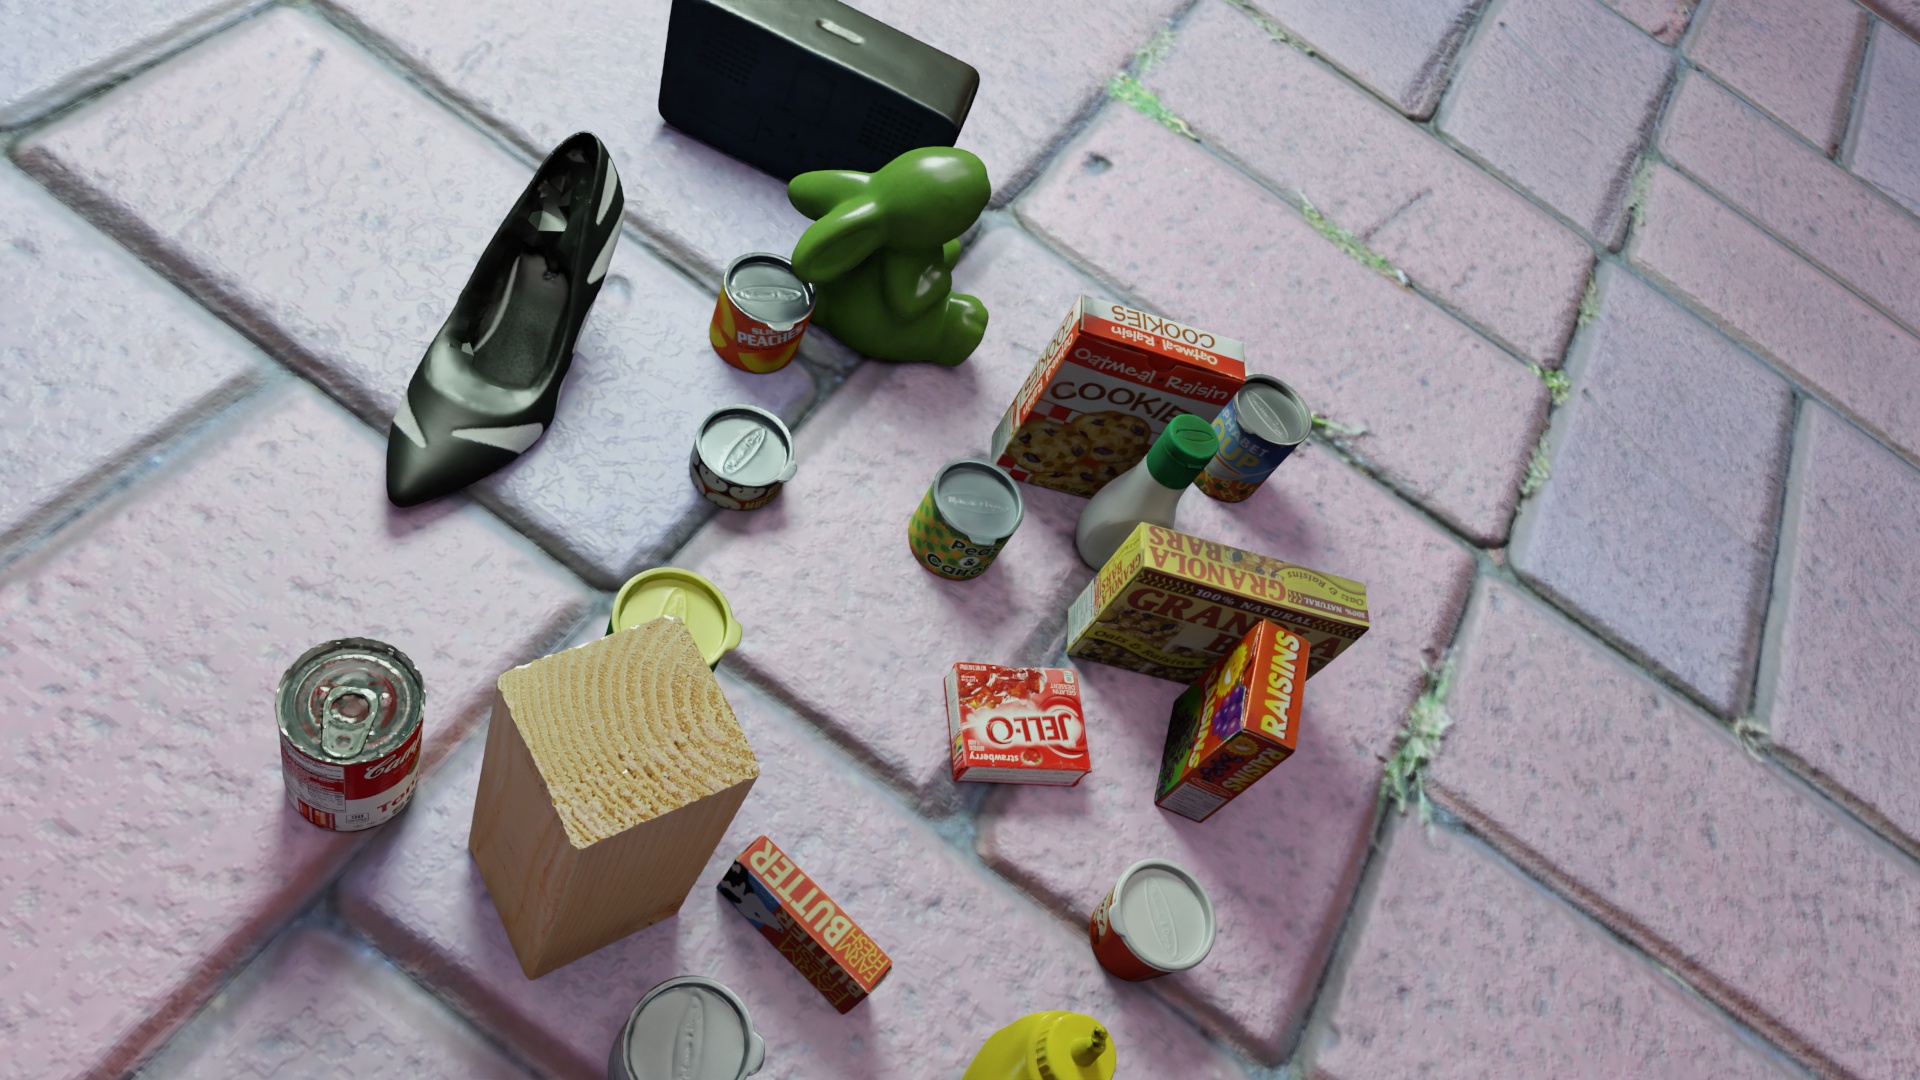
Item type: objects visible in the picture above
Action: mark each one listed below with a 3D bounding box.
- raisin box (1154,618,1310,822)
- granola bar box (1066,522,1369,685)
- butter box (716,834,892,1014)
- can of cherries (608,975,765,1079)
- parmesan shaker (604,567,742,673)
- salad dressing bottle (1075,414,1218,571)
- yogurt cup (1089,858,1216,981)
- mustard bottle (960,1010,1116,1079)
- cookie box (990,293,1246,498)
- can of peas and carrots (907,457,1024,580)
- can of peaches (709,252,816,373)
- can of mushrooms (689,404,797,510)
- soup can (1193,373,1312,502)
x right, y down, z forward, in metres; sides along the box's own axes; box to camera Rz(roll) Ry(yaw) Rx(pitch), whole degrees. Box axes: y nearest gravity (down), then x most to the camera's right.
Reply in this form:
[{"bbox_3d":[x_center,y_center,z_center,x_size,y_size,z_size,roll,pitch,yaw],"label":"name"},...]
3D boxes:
[{"bbox_3d":[0.175,0.118,0.900,0.040,0.122,0.086,25,53,-6],"label":"raisin box"},{"bbox_3d":[0.171,0.054,0.940,0.166,0.123,0.039,15,55,-14],"label":"granola bar box"},{"bbox_3d":[-0.087,0.214,0.771,0.103,0.052,0.024,43,53,7],"label":"butter box"},{"bbox_3d":[-0.141,0.265,0.711,0.071,0.058,0.072,11,55,-16],"label":"can of cherries"},{"bbox_3d":[-0.171,0.070,0.798,0.071,0.102,0.071,11,55,-16],"label":"parmesan shaker"},{"bbox_3d":[0.129,-0.031,0.963,0.064,0.147,0.044,5,57,-20],"label":"salad dressing bottle"},{"bbox_3d":[0.113,0.234,0.843,0.072,0.053,0.073,11,55,-16],"label":"yogurt cup"},{"bbox_3d":[0.043,0.277,0.717,0.049,0.159,0.066,31,52,-2],"label":"mustard bottle"},{"bbox_3d":[0.107,-0.092,0.981,0.123,0.166,0.040,14,55,-15],"label":"cookie box"},{"bbox_3d":[0.003,-0.012,0.953,0.071,0.058,0.071,11,55,-16],"label":"can of peas and carrots"},{"bbox_3d":[-0.141,-0.160,0.989,0.071,0.057,0.071,11,55,-16],"label":"can of peaches"},{"bbox_3d":[-0.146,-0.054,0.933,0.071,0.033,0.071,11,55,-16],"label":"can of mushrooms"},{"bbox_3d":[0.218,-0.077,1.071,0.071,0.083,0.072,11,55,-16],"label":"soup can"}]
